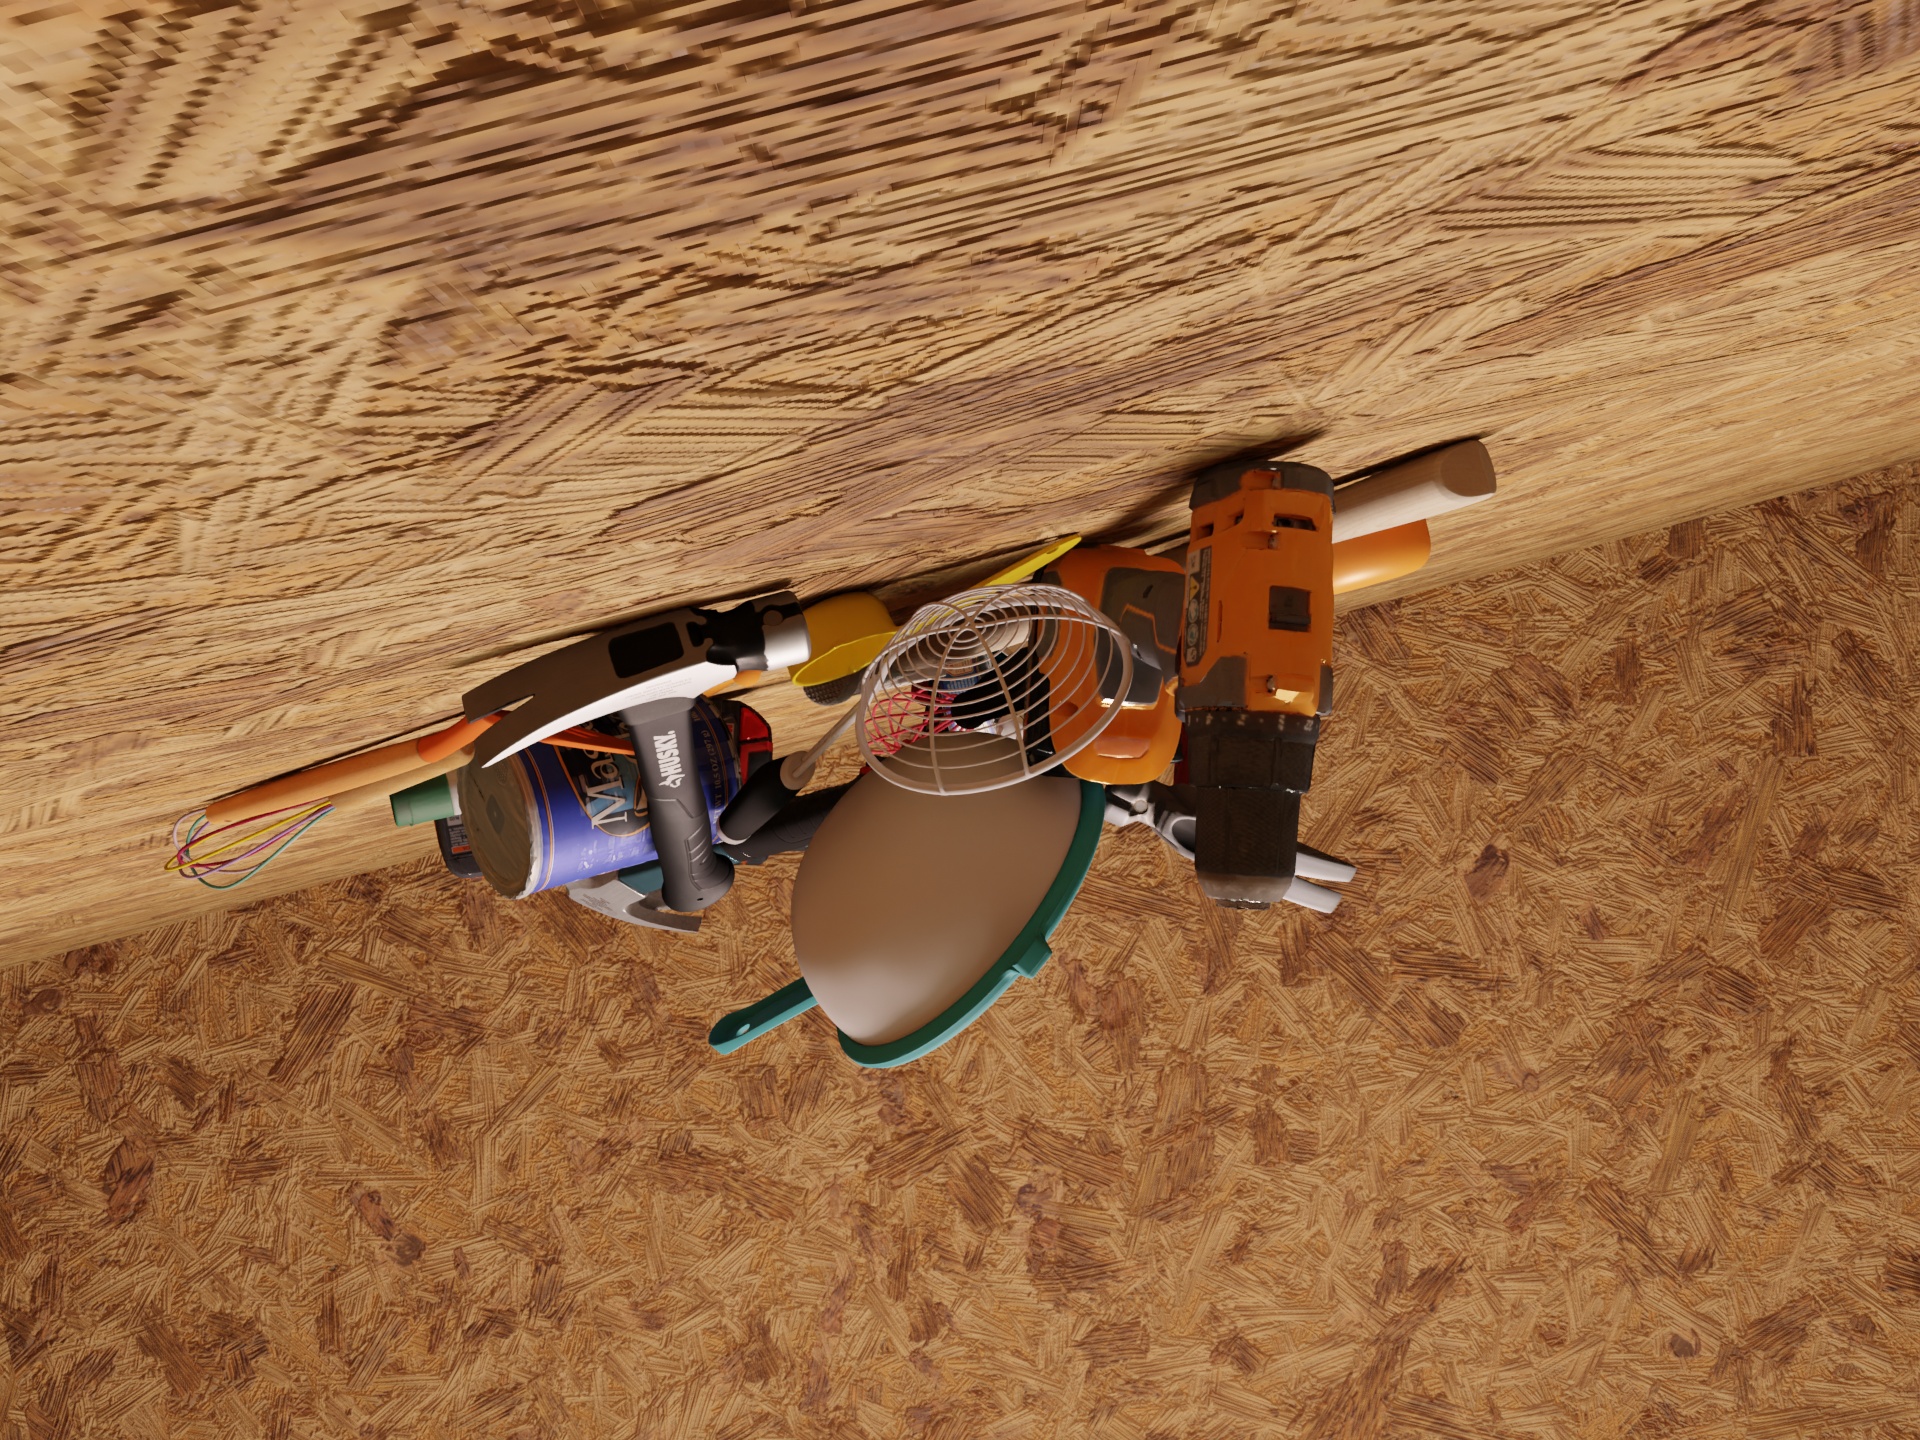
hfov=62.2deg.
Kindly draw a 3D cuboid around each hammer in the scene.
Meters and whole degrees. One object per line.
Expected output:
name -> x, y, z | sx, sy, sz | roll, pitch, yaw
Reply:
hammer -> 0.105, -0.081, 0.926 | 0.410, 0.038, 0.146 | -16, 179, 31
hammer -> -0.151, 0.038, 0.807 | 0.146, 0.035, 0.334 | -16, 159, -13
hammer -> 0.172, 0.002, 1.033 | 0.143, 0.038, 0.386 | 24, -158, 0
hammer -> -0.143, 0.081, 1.069 | 0.331, 0.033, 0.128 | -19, 138, 34

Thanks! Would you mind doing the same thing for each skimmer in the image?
skimmer -> -0.042, 0.027, 0.817 | 0.127, 0.090, 0.363 | -52, -173, -31

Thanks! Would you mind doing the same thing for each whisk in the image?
whisk -> -0.002, -0.003, 0.989 | 0.073, 0.073, 0.296 | -14, 174, -21
whisk -> -0.387, 0.053, 0.950 | 0.245, 0.051, 0.047 | -19, 171, 24

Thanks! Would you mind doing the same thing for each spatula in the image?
spatula -> -0.307, 0.030, 0.868 | 0.322, 0.041, 0.081 | -14, 167, 29

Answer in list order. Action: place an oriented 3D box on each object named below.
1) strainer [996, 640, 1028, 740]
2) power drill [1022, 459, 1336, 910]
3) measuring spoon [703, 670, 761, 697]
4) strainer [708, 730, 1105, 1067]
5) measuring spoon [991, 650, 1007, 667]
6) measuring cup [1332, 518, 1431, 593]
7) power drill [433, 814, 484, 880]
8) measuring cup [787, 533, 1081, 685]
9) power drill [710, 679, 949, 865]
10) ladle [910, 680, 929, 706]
strainer -> 0.051, -0.031, 1.109 | 0.087, 0.050, 0.258 | 27, -158, -1
power drill -> 0.100, -0.010, 0.741 | 0.084, 0.185, 0.226 | 4, 175, -17
measuring spoon -> -0.157, -0.020, 1.044 | 0.021, 0.011, 0.117 | -14, 178, -29
strainer -> -0.068, 0.107, 0.914 | 0.340, 0.095, 0.211 | -34, -157, 36
measuring spoon -> 0.064, -0.061, 1.259 | 0.128, 0.042, 0.021 | -23, 178, -38
measuring cup -> 0.254, -0.110, 0.940 | 0.095, 0.052, 0.173 | -14, 180, -13
power drill -> -0.331, 0.069, 1.267 | 0.164, 0.084, 0.226 | -11, -179, -13
measuring cup -> -0.016, -0.063, 0.772 | 0.156, 0.029, 0.062 | -27, 170, -1
power drill -> -0.082, 0.028, 1.189 | 0.226, 0.188, 0.080 | 3, 165, -9
ladle -> 0.099, -0.070, 1.321 | 0.315, 0.031, 0.069 | -17, -145, -26
